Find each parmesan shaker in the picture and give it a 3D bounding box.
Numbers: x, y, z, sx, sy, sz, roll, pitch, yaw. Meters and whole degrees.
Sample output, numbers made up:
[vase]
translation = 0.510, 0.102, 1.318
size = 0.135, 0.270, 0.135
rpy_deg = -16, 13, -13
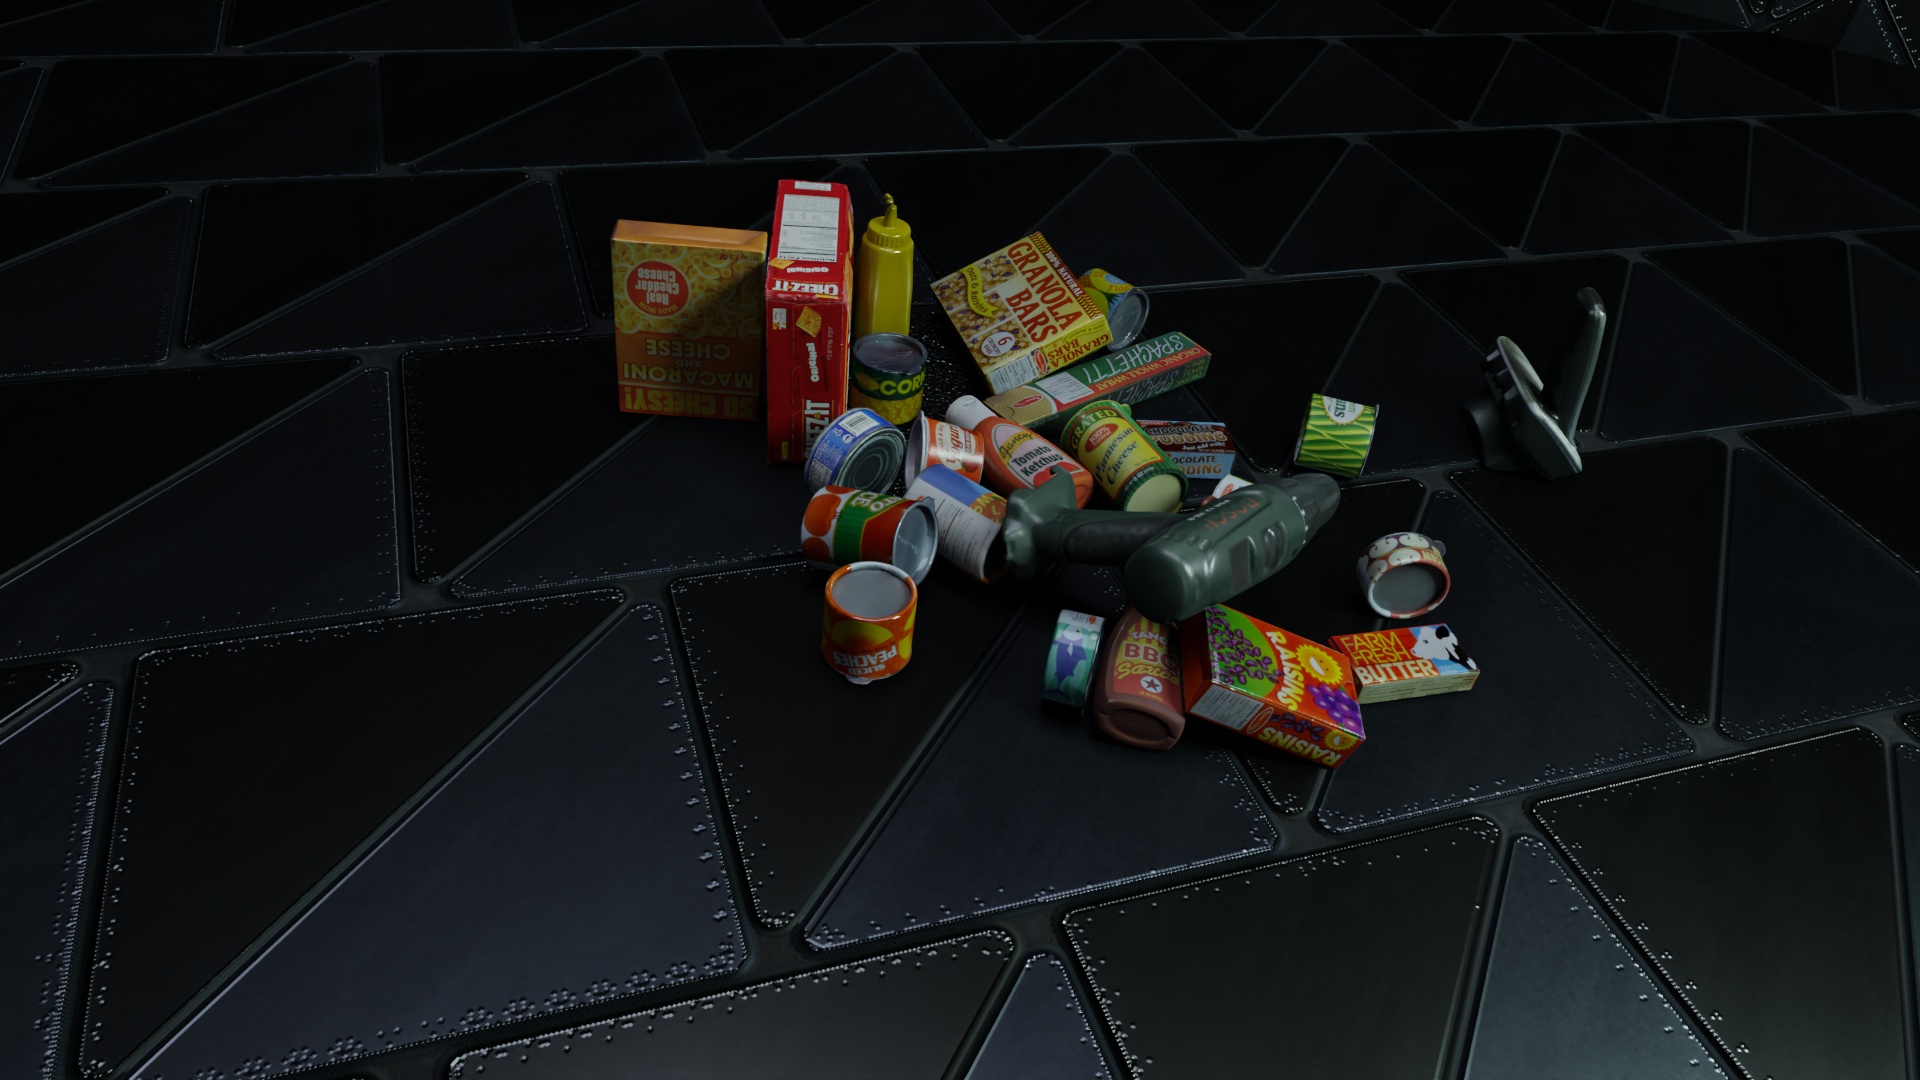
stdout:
[parmesan shaker]
translation = 0.140, -0.065, 1.168
size = 0.071, 0.071, 0.103
rpy_deg = -13, 43, -24

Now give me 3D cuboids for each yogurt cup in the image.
[yogurt cup]
translation = -0.013, -0.066, 1.151
size = 0.054, 0.072, 0.073
rpy_deg = 7, 38, -14

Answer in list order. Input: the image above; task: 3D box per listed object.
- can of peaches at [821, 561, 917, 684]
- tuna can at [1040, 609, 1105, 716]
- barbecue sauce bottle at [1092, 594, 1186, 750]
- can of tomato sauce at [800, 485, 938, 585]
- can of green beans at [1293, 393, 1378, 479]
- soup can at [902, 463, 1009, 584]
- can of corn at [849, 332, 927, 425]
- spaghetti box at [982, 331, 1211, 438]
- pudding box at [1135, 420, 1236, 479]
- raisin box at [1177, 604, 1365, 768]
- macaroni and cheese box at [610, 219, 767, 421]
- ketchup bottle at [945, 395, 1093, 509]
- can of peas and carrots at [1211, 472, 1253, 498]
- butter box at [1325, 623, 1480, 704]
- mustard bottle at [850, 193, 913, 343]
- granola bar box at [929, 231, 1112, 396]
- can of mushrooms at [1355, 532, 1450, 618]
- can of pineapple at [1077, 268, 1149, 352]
[can of peaches]
translation = -0.066, 0.058, 0.992
size = 0.071, 0.057, 0.071
rpy_deg = 5, 39, -4
[tuna can]
translation = 0.079, 0.086, 0.980
size = 0.033, 0.070, 0.071
rpy_deg = 13, 39, 8
[barbecue sauce bottle]
translation = 0.134, 0.083, 1.007
size = 0.065, 0.043, 0.149
rpy_deg = 19, 39, -3
[can of tomato sauce]
translation = -0.068, -0.006, 1.048
size = 0.083, 0.070, 0.071
rpy_deg = 11, 37, 27
[can of green beans]
translation = 0.334, -0.093, 1.239
size = 0.058, 0.070, 0.071
rpy_deg = 15, 39, 9
[soup can]
translation = 0.004, -0.014, 1.087
size = 0.084, 0.071, 0.072
rpy_deg = 30, 44, 24
[can of corn]
translation = -0.064, -0.143, 1.239
size = 0.071, 0.058, 0.071
rpy_deg = 5, 39, -4
[spaghetti box]
translation = 0.131, -0.143, 1.296
size = 0.251, 0.028, 0.050
rpy_deg = -23, 48, -32
[pudding box]
translation = 0.197, -0.081, 1.229
size = 0.084, 0.030, 0.050
rpy_deg = 2, 38, -8
[raisin box]
translation = 0.218, 0.100, 0.977
size = 0.123, 0.040, 0.086
rpy_deg = 22, 36, -13
[macaroni and cheese box]
translation = -0.228, -0.184, 1.176
size = 0.124, 0.165, 0.040
rpy_deg = 4, 39, -5
[ketchup bottle]
translation = 0.044, -0.071, 1.182
size = 0.065, 0.043, 0.149
rpy_deg = -26, 49, -26
[can of peas and carrots]
translation = 0.231, -0.013, 1.126
size = 0.059, 0.070, 0.071
rpy_deg = 25, 42, 19
[butter box]
translation = 0.331, 0.092, 1.044
size = 0.104, 0.024, 0.053
rpy_deg = -5, 41, -15
[mustard bottle]
translation = -0.070, -0.246, 1.285
size = 0.049, 0.159, 0.065
rpy_deg = -9, 43, -22
[granola bar box]
translation = 0.056, -0.217, 1.330
size = 0.124, 0.039, 0.166
rpy_deg = -27, 44, 0
[can of mushrooms]
translation = 0.350, 0.027, 1.092
size = 0.071, 0.070, 0.034
rpy_deg = 4, 40, -5
[can of pineapple]
translation = 0.145, -0.230, 1.373
size = 0.058, 0.070, 0.071
rpy_deg = 35, 46, 30
